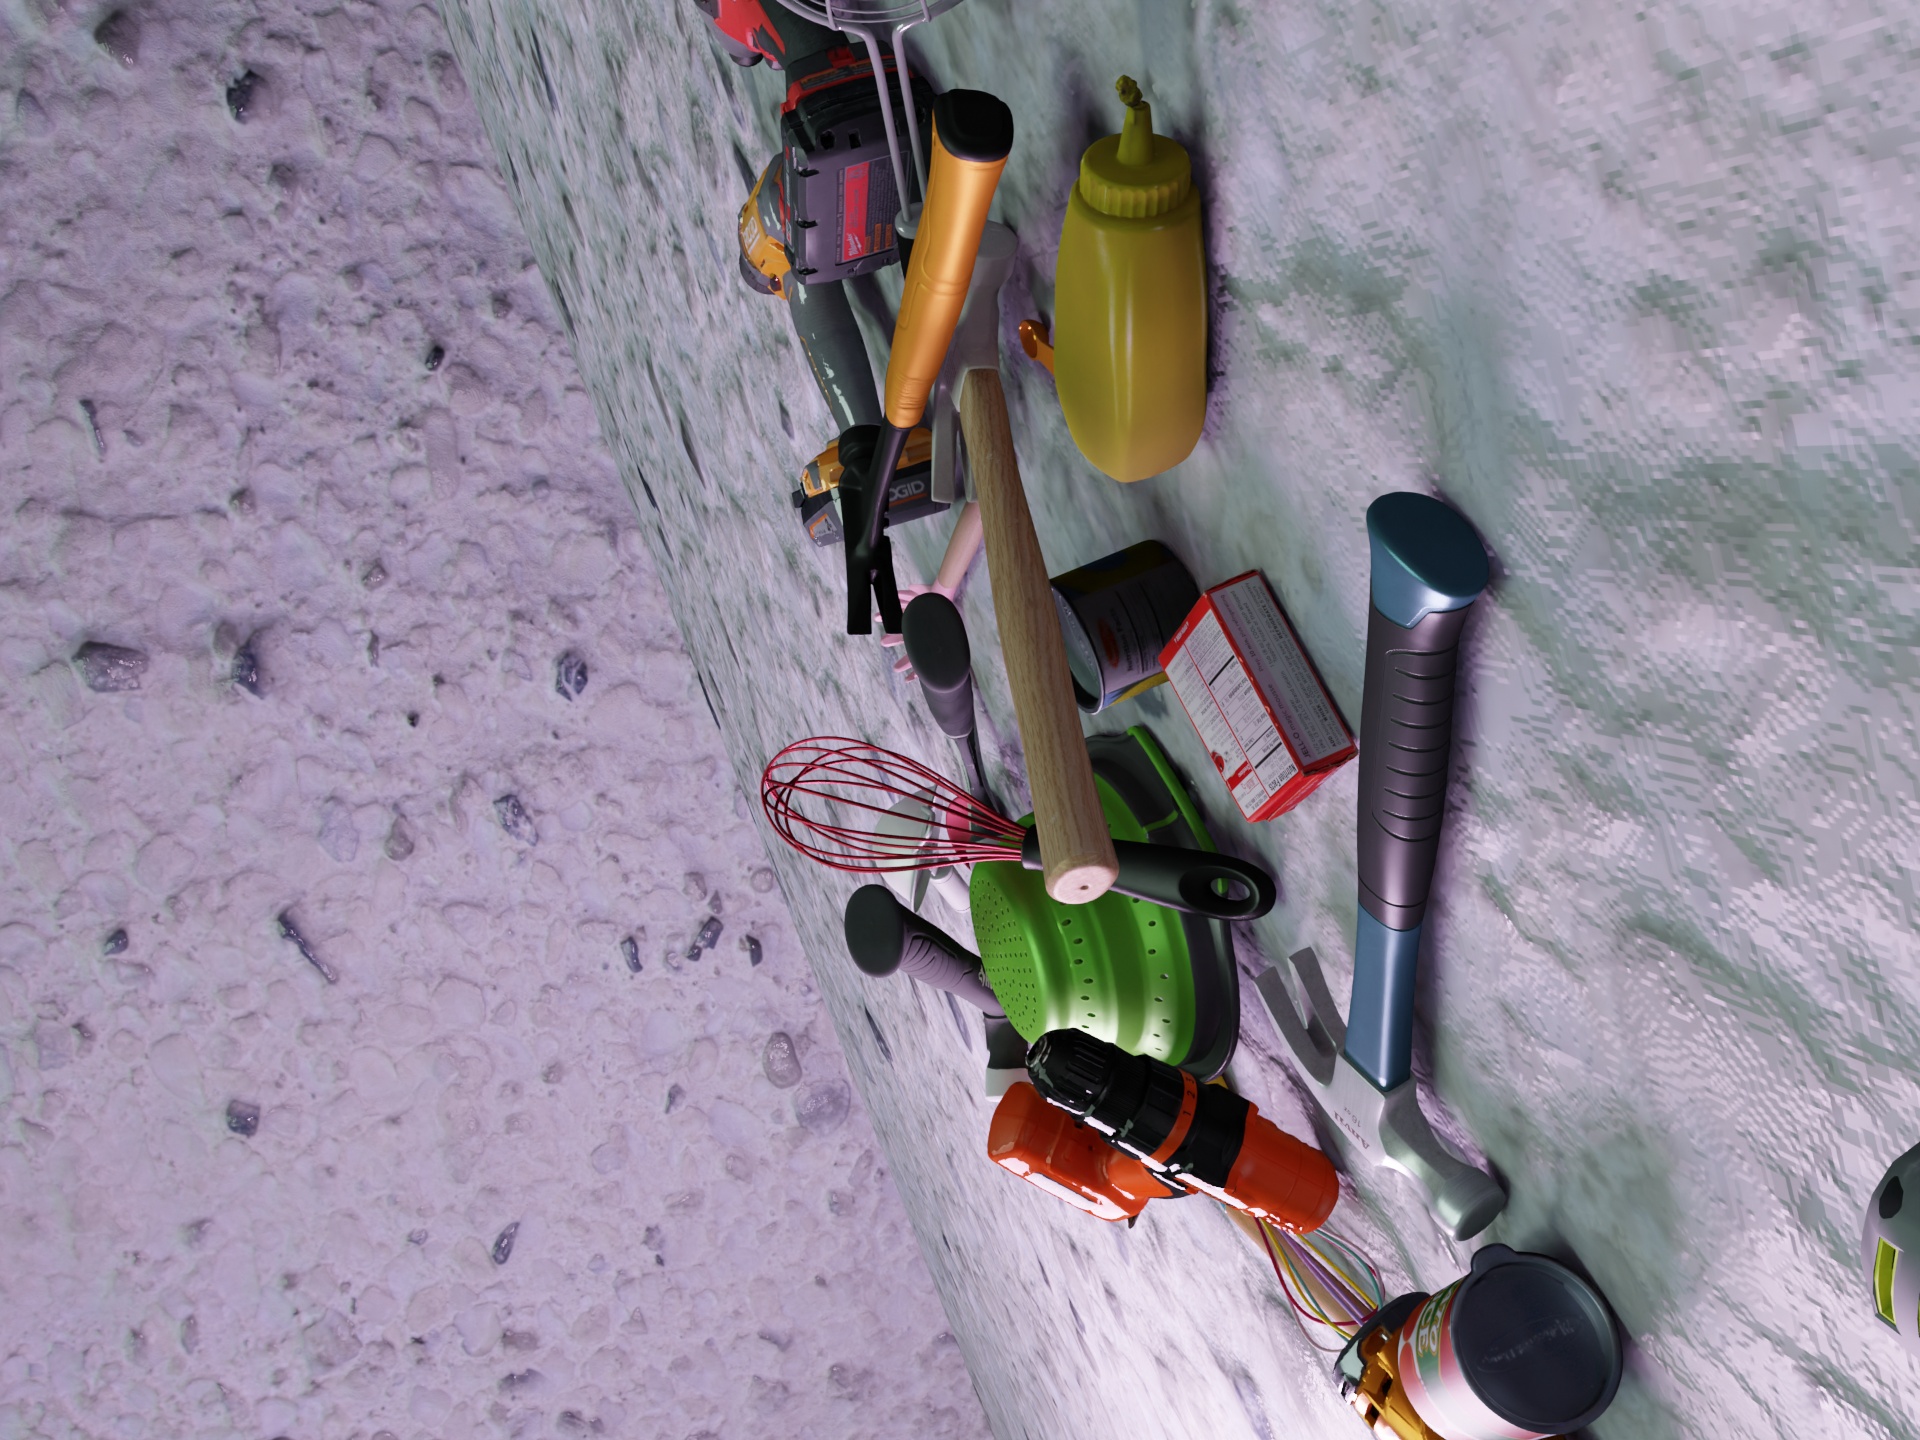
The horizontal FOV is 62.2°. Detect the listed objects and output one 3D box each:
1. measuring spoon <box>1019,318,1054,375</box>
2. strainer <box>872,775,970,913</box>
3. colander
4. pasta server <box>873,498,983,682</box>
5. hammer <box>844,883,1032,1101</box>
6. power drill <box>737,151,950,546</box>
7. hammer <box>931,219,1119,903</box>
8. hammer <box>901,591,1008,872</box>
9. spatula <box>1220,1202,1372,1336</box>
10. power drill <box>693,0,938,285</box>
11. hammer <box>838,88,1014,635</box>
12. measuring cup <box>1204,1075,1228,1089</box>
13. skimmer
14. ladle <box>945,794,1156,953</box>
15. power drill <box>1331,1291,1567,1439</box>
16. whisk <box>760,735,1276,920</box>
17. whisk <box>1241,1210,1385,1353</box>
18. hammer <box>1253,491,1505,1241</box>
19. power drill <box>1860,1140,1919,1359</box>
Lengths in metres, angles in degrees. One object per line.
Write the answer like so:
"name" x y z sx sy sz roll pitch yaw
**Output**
"measuring spoon" 0.060 -0.153 0.726 0.117 0.011 0.021 50 157 40
"strainer" -0.018 0.096 1.039 0.258 0.050 0.087 63 -142 -69
"colander" 0.059 0.166 0.956 0.396 0.094 0.205 97 152 -53
"pasta server" -0.010 -0.097 1.008 0.060 0.040 0.316 63 164 10
"hammer" -0.004 0.142 0.951 0.334 0.035 0.146 49 -141 -68
"power drill" -0.087 -0.229 1.010 0.185 0.084 0.226 -170 62 -74
"hammer" 0.024 -0.067 0.705 0.130 0.031 0.332 103 162 -52
"hammer" -0.001 -0.003 0.928 0.408 0.036 0.149 75 -179 -77
"spatula" 0.174 0.313 0.953 0.082 0.044 0.318 40 176 -26
"power drill" -0.088 -0.348 0.838 0.143 0.078 0.220 103 145 -66
"hammer" -0.023 -0.163 0.758 0.336 0.034 0.127 116 151 -66
"measuring cup" 0.128 0.196 0.988 0.062 0.029 0.157 92 161 -46
"skimmer" -0.025 -0.284 0.710 0.363 0.127 0.090 74 -168 -73
"ladle" 0.062 0.113 1.092 0.316 0.031 0.069 -151 47 -65
"power drill" 0.240 0.387 0.748 0.164 0.084 0.226 46 152 37
"whisk" 0.019 0.060 0.821 0.296 0.073 0.073 11 133 26
"whisk" 0.175 0.282 0.906 0.245 0.047 0.051 -140 42 -68
"hammer" 0.166 0.061 0.606 0.128 0.033 0.330 44 153 43
"power drill" 0.286 0.217 0.331 0.191 0.080 0.228 -139 32 -61
